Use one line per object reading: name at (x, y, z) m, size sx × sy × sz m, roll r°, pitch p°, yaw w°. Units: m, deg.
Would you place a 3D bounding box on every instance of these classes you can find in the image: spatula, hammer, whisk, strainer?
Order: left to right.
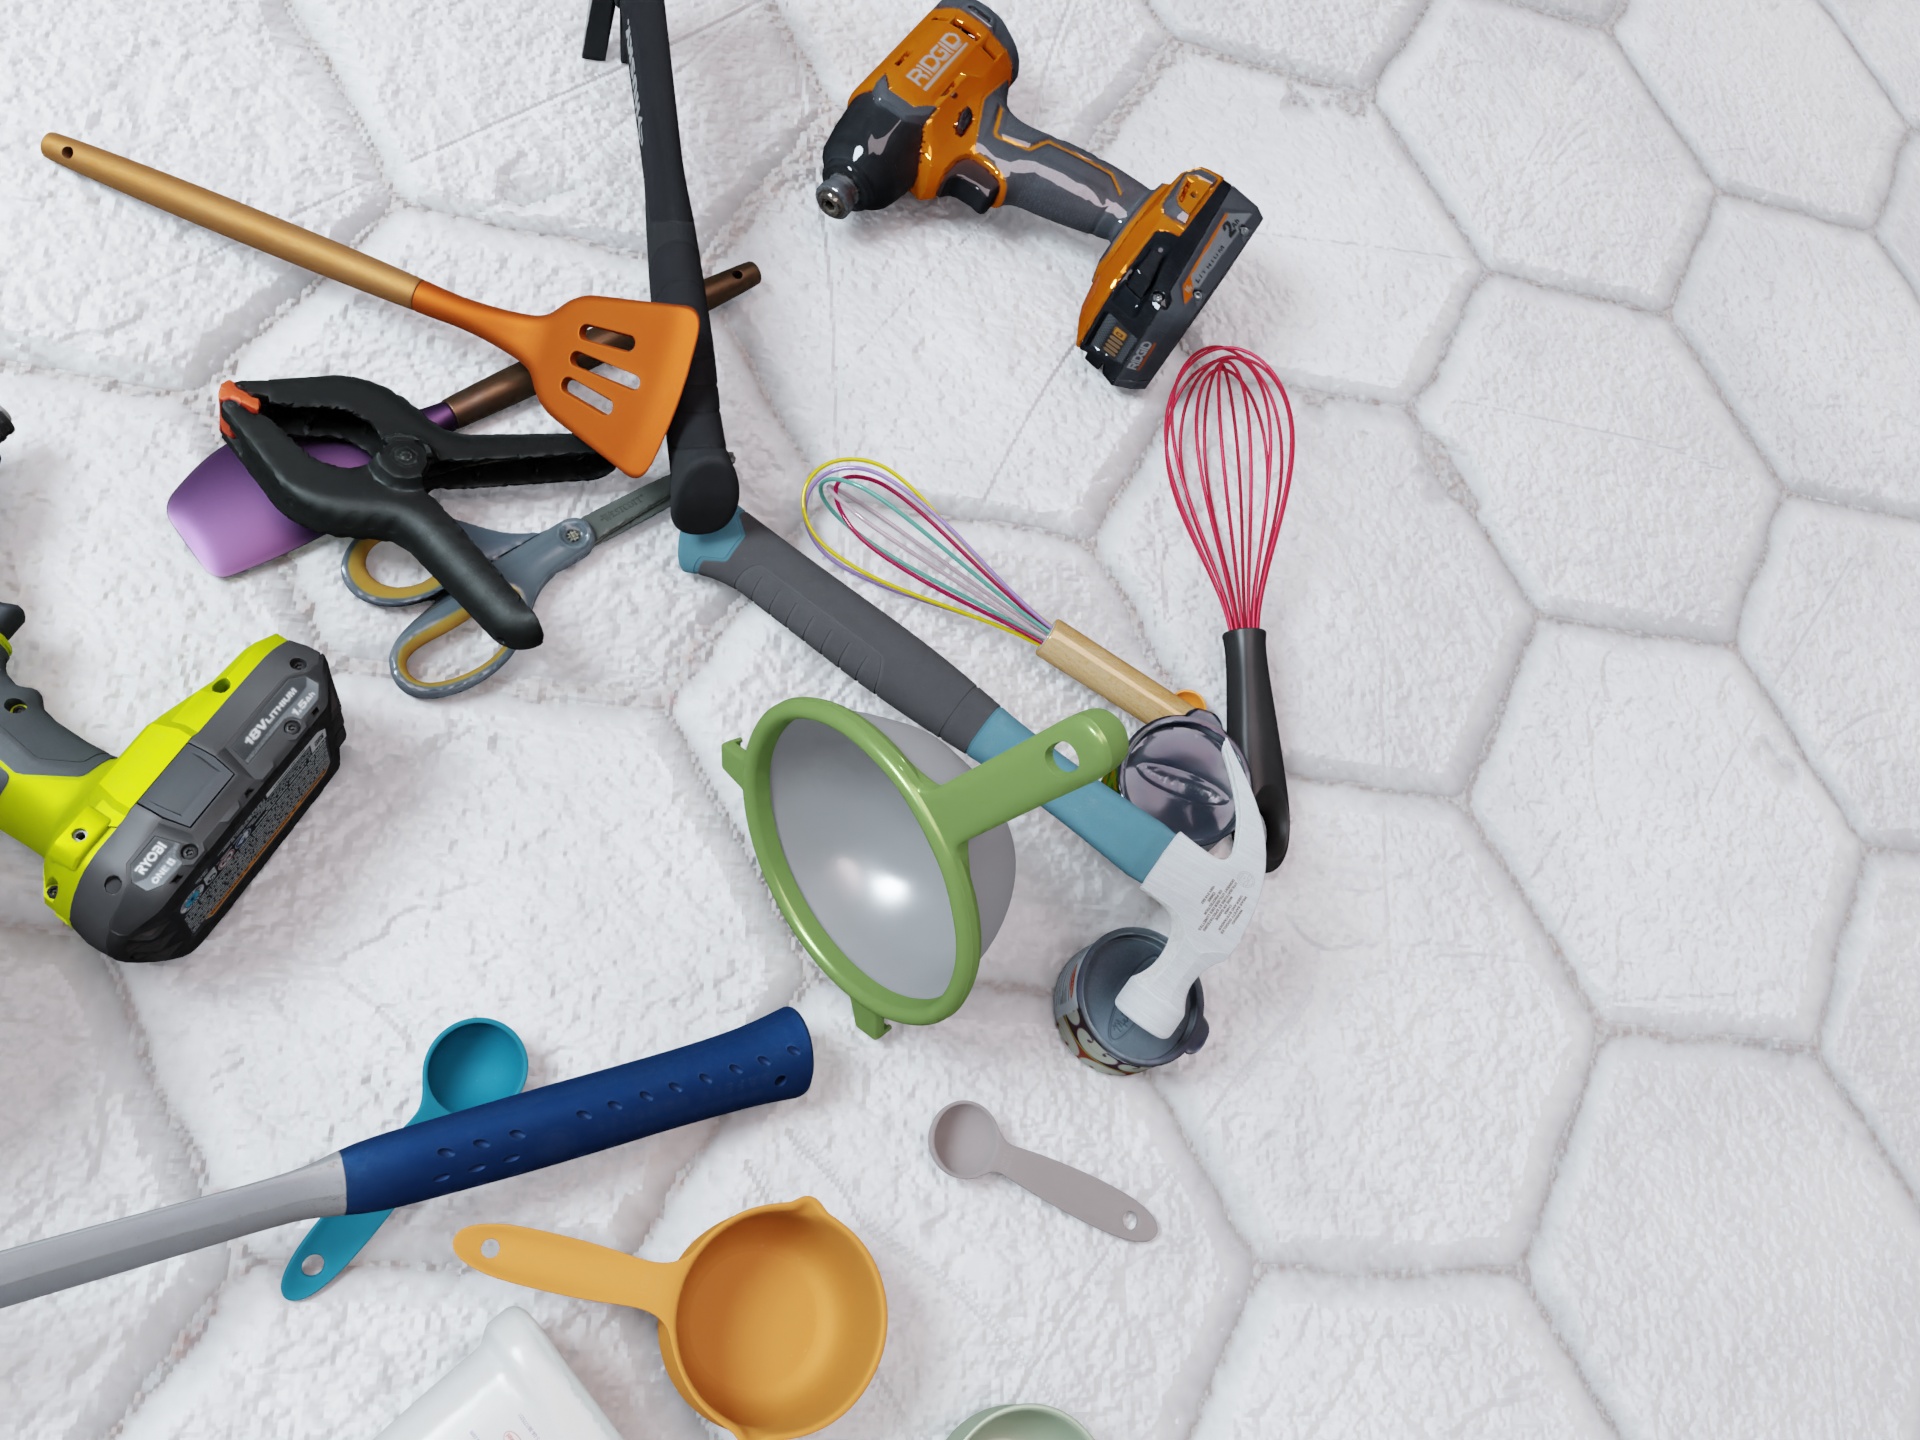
hammer at (-0.239, 0.177, 0.583) m, size 0.405 × 0.035 × 0.144 m, roll -9°, pitch 116°, yaw -34°
spatula at (-0.274, -0.206, 0.729) m, size 0.322 × 0.041 × 0.081 m, roll 22°, pitch 99°, yaw 0°
spatula at (-0.225, -0.160, 0.767) m, size 0.316 × 0.018 × 0.060 m, roll -34°, pitch 85°, yaw -27°
hammer at (-0.144, -0.251, 0.773) m, size 0.035 × 0.146 × 0.335 m, roll -4°, pitch 76°, yaw -22°
hammer at (-0.001, -0.002, 0.745) m, size 0.331 × 0.033 × 0.128 m, roll 36°, pitch 88°, yaw 9°
strainer at (0.002, 0.035, 0.648) m, size 0.069 × 0.256 × 0.151 m, roll -26°, pitch 87°, yaw -37°
whisk at (0.028, -0.058, 0.806) m, size 0.245 × 0.051 × 0.047 m, roll 32°, pitch 56°, yaw -6°
whisk at (0.150, -0.065, 0.854) m, size 0.073 × 0.073 × 0.296 m, roll 3°, pitch 76°, yaw -20°

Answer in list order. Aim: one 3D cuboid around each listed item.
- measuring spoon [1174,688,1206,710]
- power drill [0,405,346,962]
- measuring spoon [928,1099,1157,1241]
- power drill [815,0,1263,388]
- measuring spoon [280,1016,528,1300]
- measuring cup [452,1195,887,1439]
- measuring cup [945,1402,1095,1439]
measuring spoon at (0.112, 0.039, 0.824) m, size 0.021 × 0.011 × 0.117 m, roll 10°, pitch 69°, yaw -4°
power drill at (-0.368, -0.021, 0.627) m, size 0.223 × 0.080 × 0.171 m, roll 32°, pitch 63°, yaw -3°
measuring spoon at (0.037, 0.210, 0.727) m, size 0.124 × 0.018 × 0.034 m, roll 30°, pitch 62°, yaw -15°
power drill at (0.036, -0.287, 0.885) m, size 0.226 × 0.084 × 0.164 m, roll 35°, pitch 62°, yaw 0°
measuring spoon at (-0.226, 0.175, 0.640) m, size 0.042 × 0.021 × 0.129 m, roll 45°, pitch 69°, yaw -19°
measuring cup at (-0.118, 0.230, 0.637) m, size 0.173 × 0.052 × 0.095 m, roll 18°, pitch 64°, yaw -12°
measuring cup at (0.002, 0.359, 0.640) m, size 0.083 × 0.038 × 0.168 m, roll 33°, pitch 64°, yaw -6°
